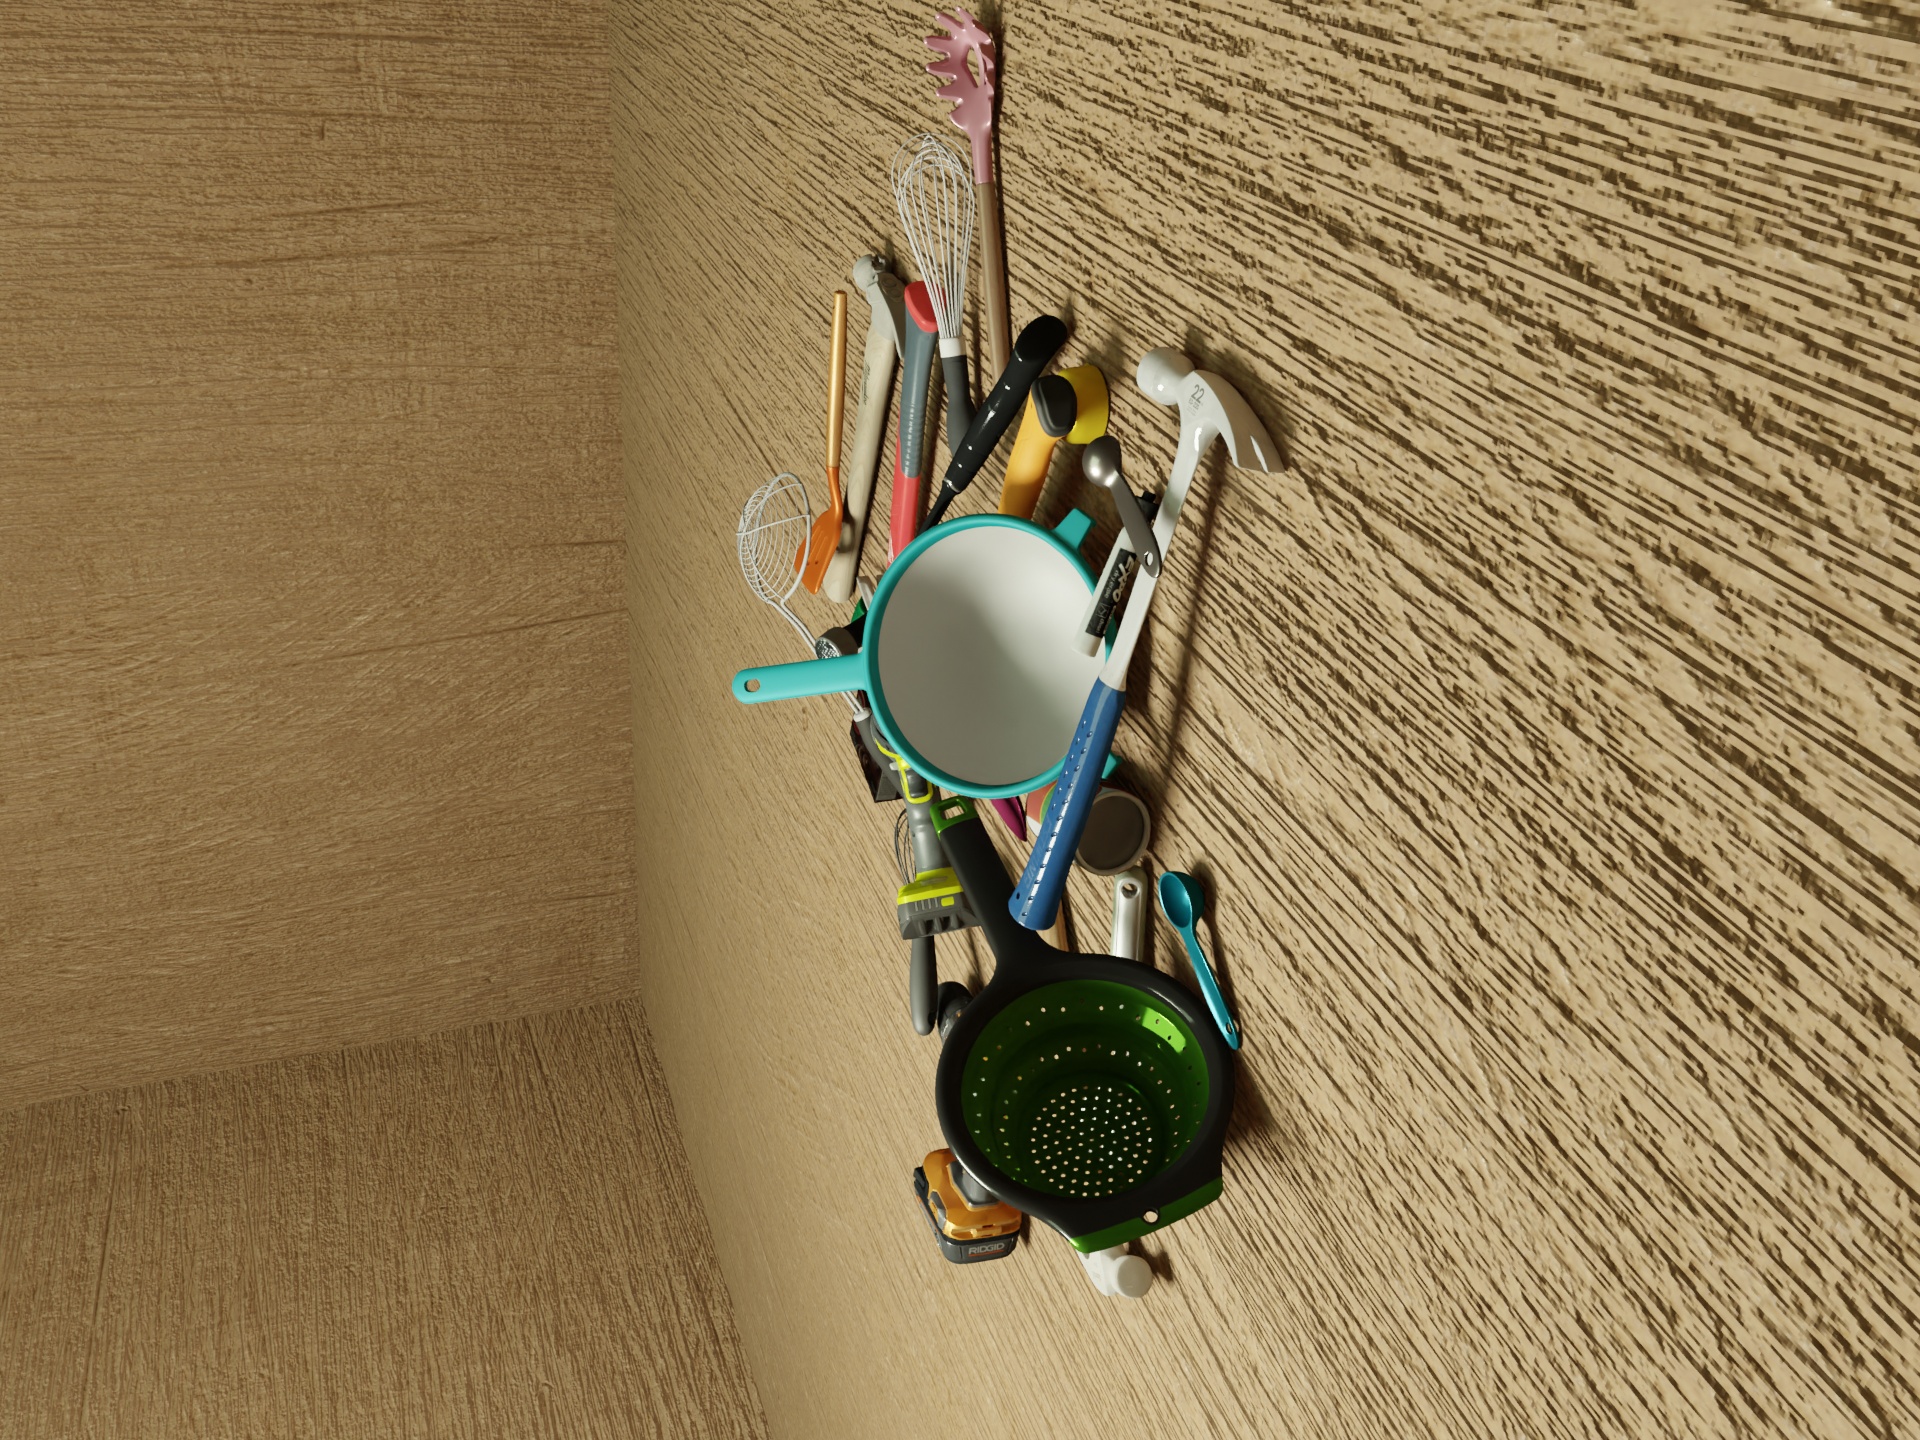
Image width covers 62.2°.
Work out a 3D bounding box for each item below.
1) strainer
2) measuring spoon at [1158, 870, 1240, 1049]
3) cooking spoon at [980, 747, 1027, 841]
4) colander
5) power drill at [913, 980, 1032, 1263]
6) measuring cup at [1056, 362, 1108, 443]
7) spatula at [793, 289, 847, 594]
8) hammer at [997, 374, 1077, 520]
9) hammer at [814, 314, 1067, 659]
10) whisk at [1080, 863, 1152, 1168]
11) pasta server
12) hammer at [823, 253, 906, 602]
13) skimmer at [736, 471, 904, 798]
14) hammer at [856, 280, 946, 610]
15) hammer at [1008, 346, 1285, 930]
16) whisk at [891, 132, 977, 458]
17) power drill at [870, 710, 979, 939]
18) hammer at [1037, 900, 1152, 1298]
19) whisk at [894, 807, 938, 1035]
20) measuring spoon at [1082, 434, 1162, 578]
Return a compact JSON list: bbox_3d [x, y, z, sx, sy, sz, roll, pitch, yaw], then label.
[{"bbox_3d":[-0.018,-0.044,1.241,0.340,0.095,0.211,-6,90,30],"label":"strainer"},{"bbox_3d":[0.172,0.162,1.093,0.129,0.021,0.042,69,157,11],"label":"measuring spoon"},{"bbox_3d":[-0.002,-0.004,1.343,0.319,0.017,0.068,-122,14,-51],"label":"cooking spoon"},{"bbox_3d":[0.061,0.218,1.168,0.094,0.204,0.398,79,168,-47],"label":"colander"},{"bbox_3d":[0.006,0.378,1.530,0.185,0.084,0.226,-131,43,-61],"label":"power drill"},{"bbox_3d":[0.067,-0.229,1.214,0.156,0.029,0.062,172,91,-69],"label":"measuring cup"},{"bbox_3d":[-0.140,-0.287,1.648,0.081,0.041,0.322,-124,33,-49],"label":"spatula"},{"bbox_3d":[0.040,-0.162,1.259,0.336,0.034,0.127,108,148,-62],"label":"hammer"},{"bbox_3d":[-0.008,-0.190,1.340,0.036,0.149,0.408,44,142,6],"label":"hammer"},{"bbox_3d":[0.122,0.227,1.202,0.059,0.058,0.246,-52,-35,-74],"label":"whisk"},{"bbox_3d":[0.017,-0.405,1.284,0.060,0.040,0.316,4,103,44],"label":"pasta server"},{"bbox_3d":[-0.098,-0.269,1.654,0.410,0.038,0.146,106,149,-48],"label":"hammer"},{"bbox_3d":[-0.110,-0.072,1.591,0.127,0.090,0.363,-3,124,58],"label":"skimmer"},{"bbox_3d":[-0.055,-0.243,1.524,0.143,0.038,0.386,-116,25,-45],"label":"hammer"},{"bbox_3d":[0.106,-0.032,1.060,0.144,0.035,0.405,53,133,52],"label":"hammer"},{"bbox_3d":[-0.012,-0.351,1.356,0.070,0.070,0.284,-150,51,-66],"label":"whisk"},{"bbox_3d":[-0.036,0.083,1.473,0.190,0.080,0.228,59,-160,-81],"label":"power drill"},{"bbox_3d":[0.095,0.298,1.307,0.130,0.031,0.331,128,133,-71],"label":"hammer"},{"bbox_3d":[-0.038,0.191,1.562,0.055,0.055,0.239,122,150,-60],"label":"whisk"},{"bbox_3d":[0.102,-0.137,1.019,0.034,0.018,0.124,-60,37,42],"label":"measuring spoon"}]
